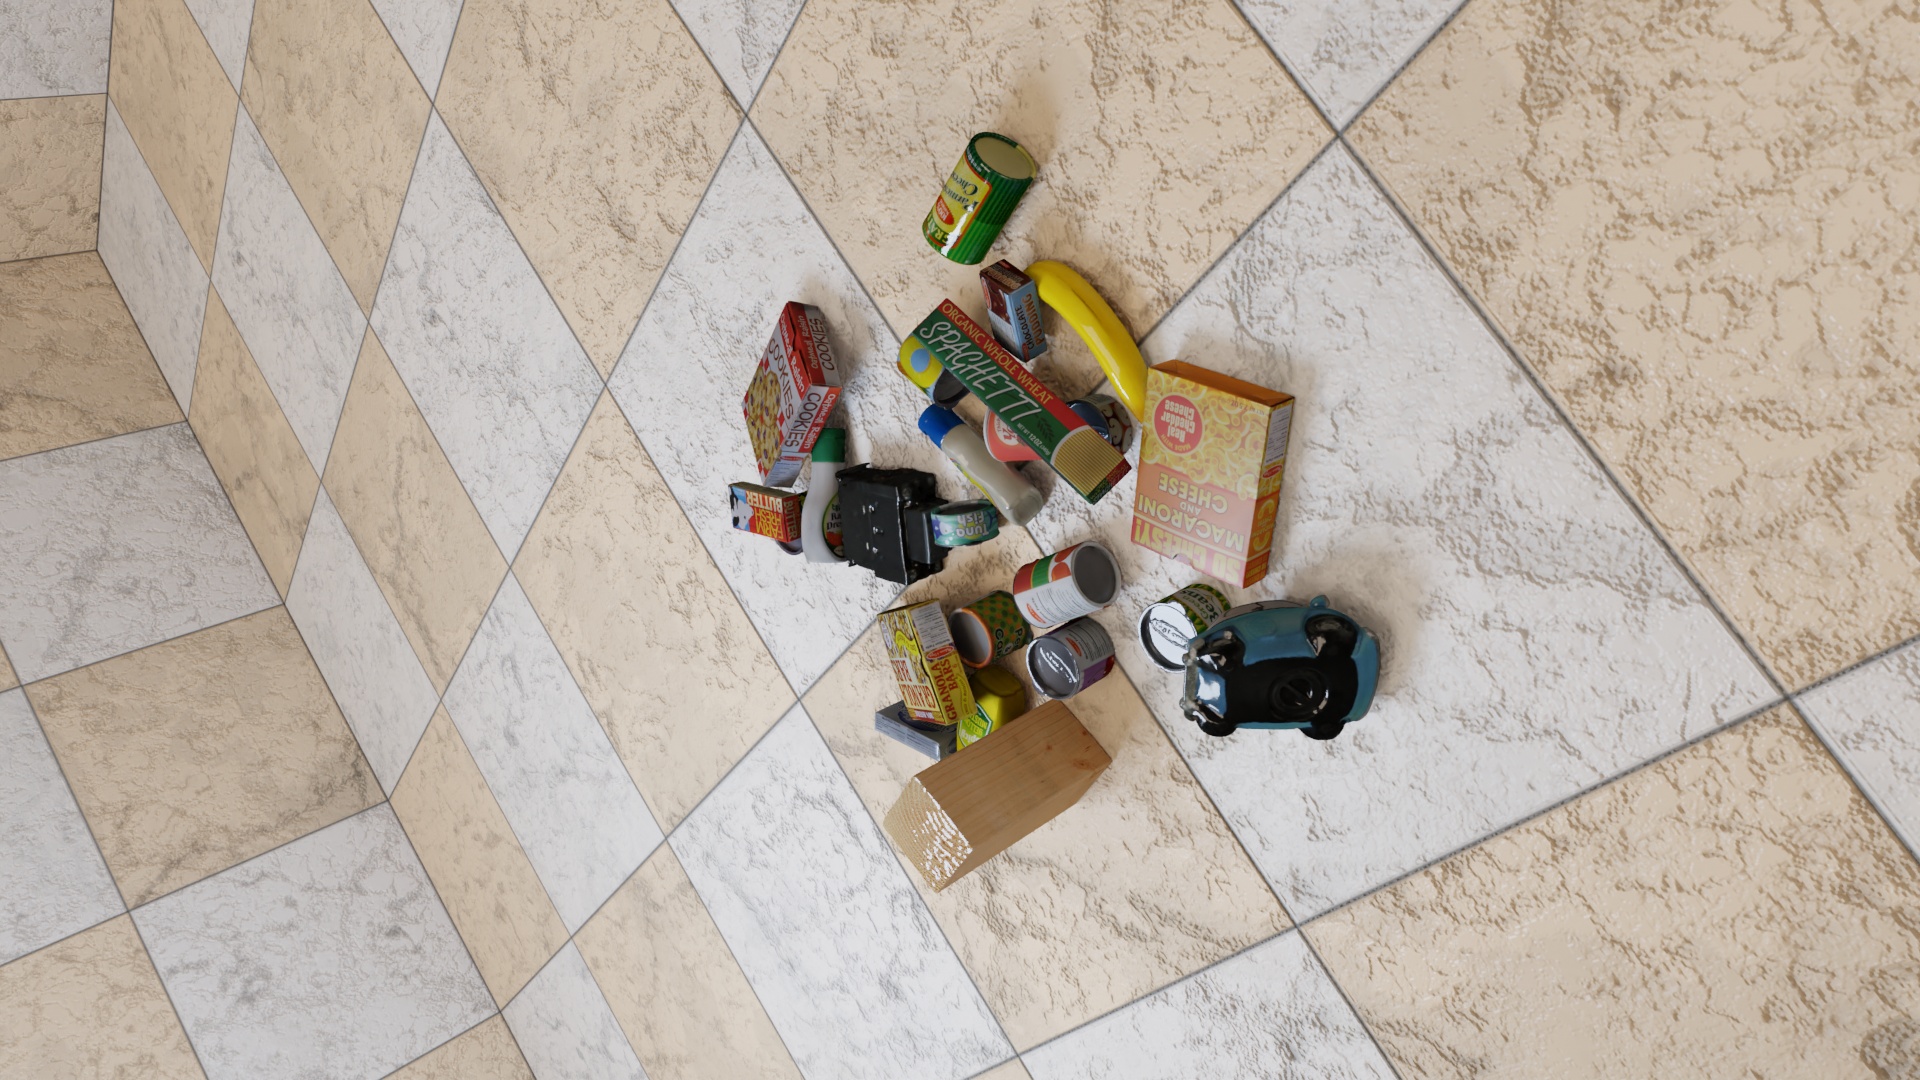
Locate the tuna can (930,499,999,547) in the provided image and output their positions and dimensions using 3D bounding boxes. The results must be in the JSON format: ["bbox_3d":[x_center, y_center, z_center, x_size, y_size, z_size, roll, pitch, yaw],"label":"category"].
[{"bbox_3d":[0.005,-0.017,1.386,0.071,0.071,0.032,5,110,45],"label":"tuna can"}]

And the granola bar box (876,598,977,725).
[{"bbox_3d":[-0.039,0.128,1.459,0.165,0.039,0.124,159,92,-75],"label":"granola bar box"}]

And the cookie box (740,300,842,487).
[{"bbox_3d":[-0.187,-0.158,1.515,0.166,0.040,0.123,-56,42,43],"label":"cookie box"}]

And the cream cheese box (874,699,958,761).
[{"bbox_3d":[-0.042,0.209,1.542,0.104,0.053,0.024,19,118,40],"label":"cream cheese box"}]

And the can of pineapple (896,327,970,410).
[{"bbox_3d":[-0.021,-0.171,1.350,0.058,0.071,0.070,43,133,26],"label":"can of pineapple"}]

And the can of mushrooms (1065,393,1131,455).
[{"bbox_3d":[0.121,-0.096,1.261,0.071,0.033,0.070,19,119,39],"label":"can of mushrooms"}]

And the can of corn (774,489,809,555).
[{"bbox_3d":[-0.174,-0.025,1.575,0.071,0.058,0.071,20,120,40],"label":"can of corn"}]

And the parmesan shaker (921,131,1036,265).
[{"bbox_3d":[0.015,-0.311,1.256,0.071,0.071,0.102,52,136,16],"label":"parmesan shaker"}]

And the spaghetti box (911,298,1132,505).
[{"bbox_3d":[0.051,-0.129,1.256,0.050,0.028,0.251,-45,64,0],"label":"spaghetti box"}]

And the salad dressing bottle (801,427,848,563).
[{"bbox_3d":[-0.146,-0.050,1.524,0.044,0.064,0.147,2,93,36],"label":"salad dressing bottle"}]

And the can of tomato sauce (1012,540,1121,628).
[{"bbox_3d":[0.102,0.041,1.316,0.083,0.071,0.071,-24,89,48],"label":"can of tomato sauce"}]

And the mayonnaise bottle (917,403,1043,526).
[{"bbox_3d":[0.017,-0.077,1.357,0.041,0.064,0.148,-44,64,-1],"label":"mayonnaise bottle"}]

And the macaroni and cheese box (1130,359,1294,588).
[{"bbox_3d":[0.210,-0.057,1.181,0.124,0.040,0.165,25,123,38],"label":"macaroni and cheese box"}]

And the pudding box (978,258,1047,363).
[{"bbox_3d":[0.048,-0.208,1.262,0.050,0.030,0.083,45,160,41],"label":"pudding box"}]

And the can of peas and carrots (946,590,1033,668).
[{"bbox_3d":[0.029,0.092,1.416,0.071,0.059,0.070,21,121,39],"label":"can of peas and carrots"}]

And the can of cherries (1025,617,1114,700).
[{"bbox_3d":[0.105,0.115,1.347,0.071,0.058,0.071,20,121,38],"label":"can of cherries"}]

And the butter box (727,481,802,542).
[{"bbox_3d":[-0.219,-0.033,1.554,0.103,0.024,0.053,13,115,43],"label":"butter box"}]

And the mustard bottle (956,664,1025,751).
[{"bbox_3d":[0.026,0.209,1.474,0.065,0.049,0.159,38,130,37],"label":"mustard bottle"}]

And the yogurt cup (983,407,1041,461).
[{"bbox_3d":[0.062,-0.105,1.297,0.054,0.073,0.072,8,113,35],"label":"yogurt cup"}]

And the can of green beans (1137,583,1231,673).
[{"bbox_3d":[0.201,0.077,1.233,0.071,0.058,0.071,20,120,39],"label":"can of green beans"}]
